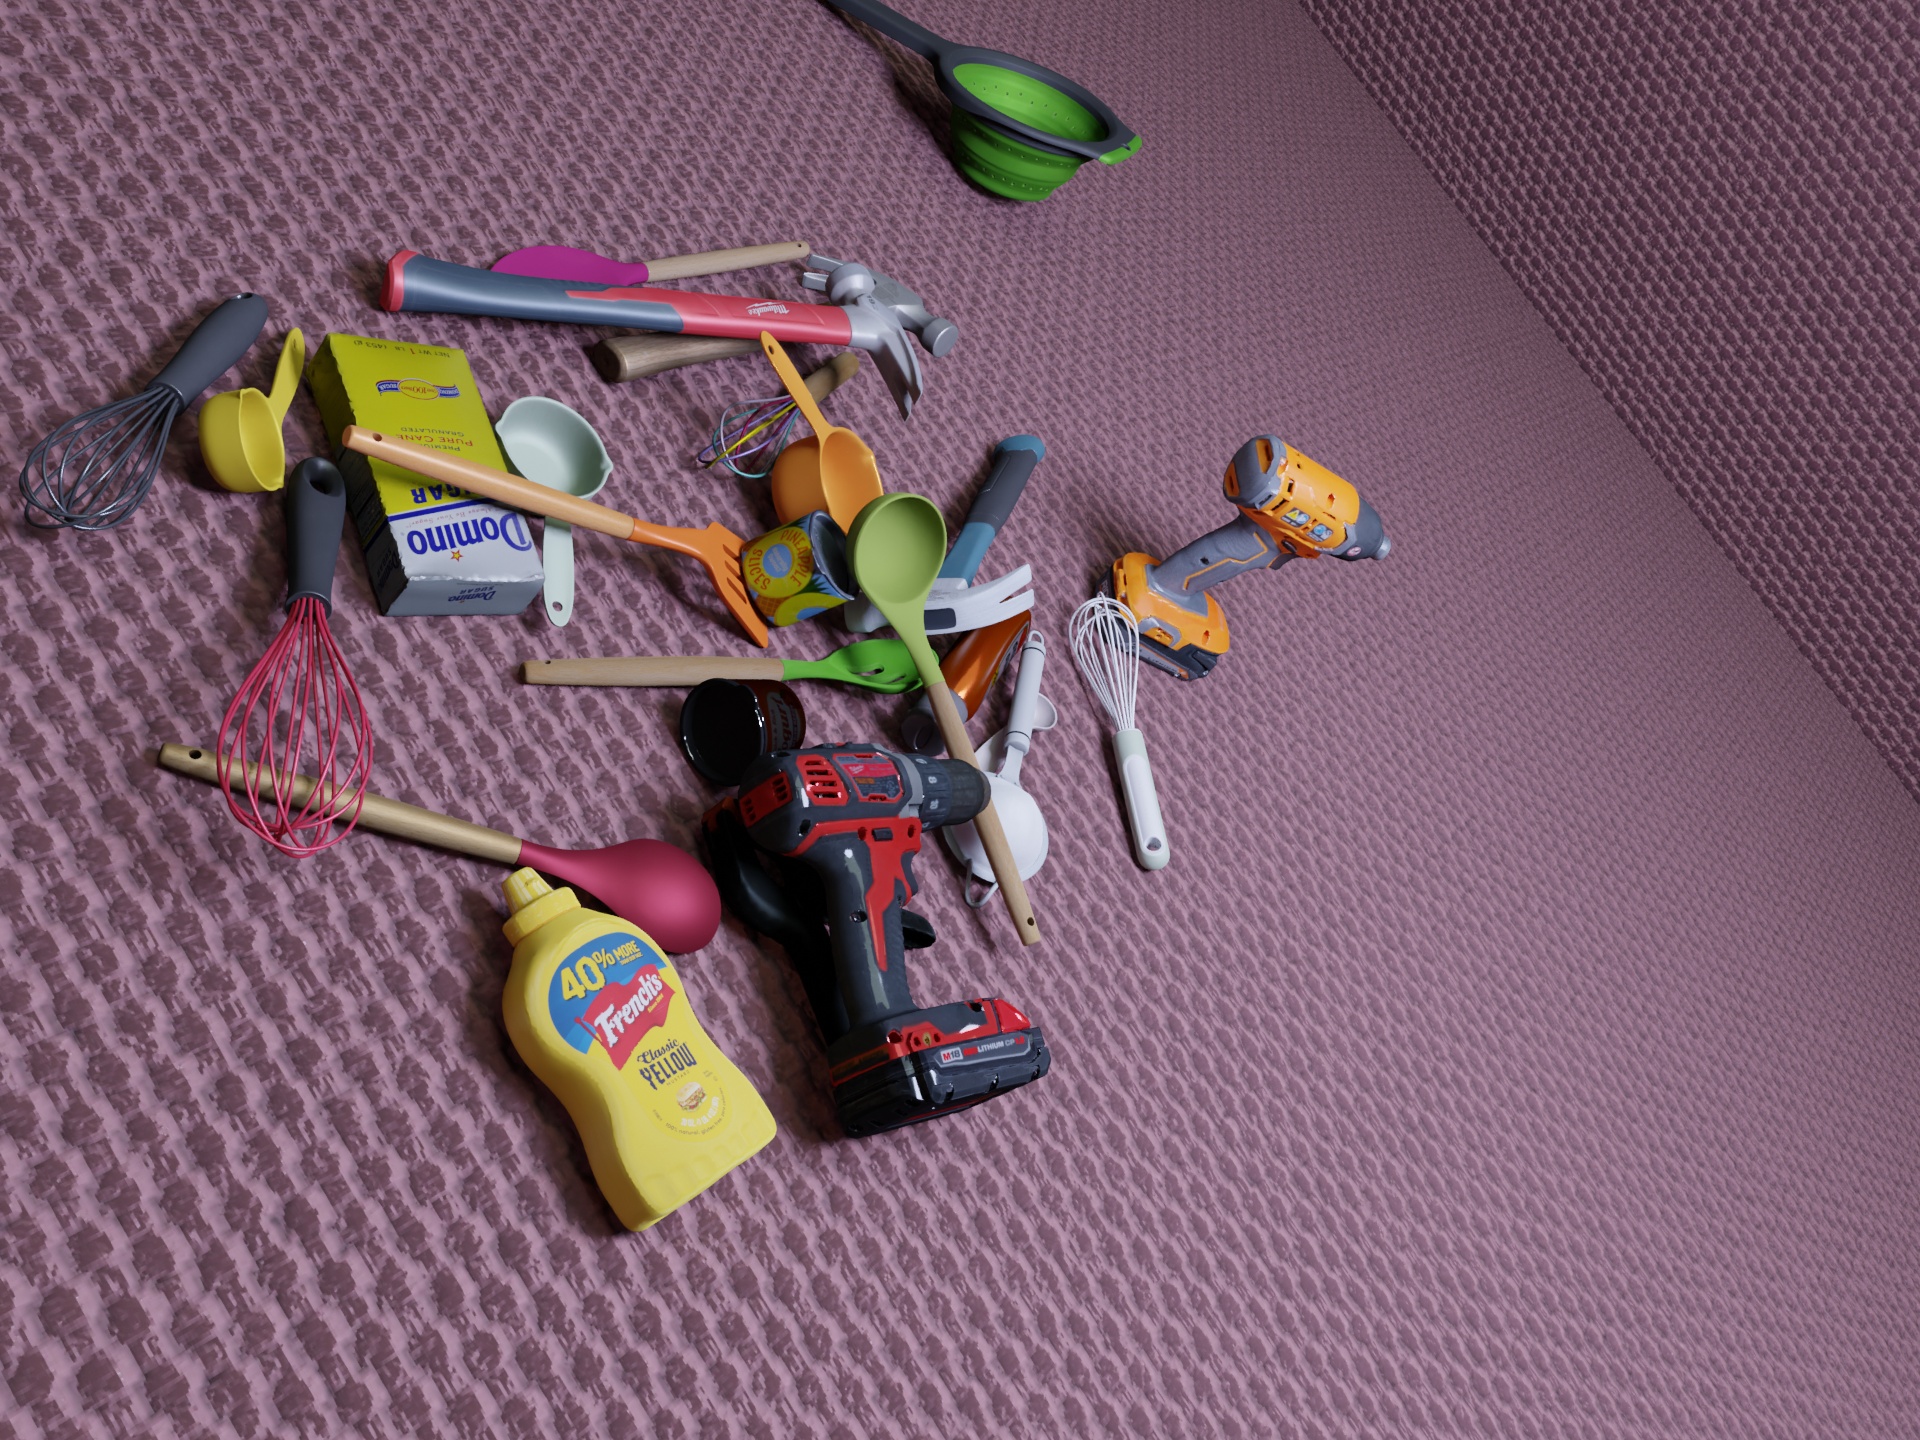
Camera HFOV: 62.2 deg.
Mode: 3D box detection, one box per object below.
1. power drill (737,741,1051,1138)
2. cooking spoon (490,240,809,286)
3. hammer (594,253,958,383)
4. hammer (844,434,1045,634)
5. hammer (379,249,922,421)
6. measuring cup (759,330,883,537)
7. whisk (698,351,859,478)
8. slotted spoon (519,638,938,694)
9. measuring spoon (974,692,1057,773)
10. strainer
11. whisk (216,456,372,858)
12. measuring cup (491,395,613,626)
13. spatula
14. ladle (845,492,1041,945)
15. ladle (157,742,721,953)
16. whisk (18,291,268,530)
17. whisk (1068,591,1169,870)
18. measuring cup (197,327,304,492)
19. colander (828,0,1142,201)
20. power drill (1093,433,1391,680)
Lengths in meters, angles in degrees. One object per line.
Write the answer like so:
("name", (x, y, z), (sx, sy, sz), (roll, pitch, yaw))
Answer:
("power drill", (-0.026, 0.118, 0.952), (0.187, 0.080, 0.227), (1, 64, -48))
("cooking spoon", (-0.226, -0.347, 1.224), (0.069, 0.017, 0.319), (51, 42, 10))
("hammer", (-0.150, -0.308, 1.246), (0.130, 0.031, 0.331), (41, 40, 20))
("hammer", (0.015, -0.155, 1.261), (0.331, 0.128, 0.033), (-66, 152, -56))
("hammer", (-0.208, -0.280, 1.127), (0.386, 0.038, 0.143), (-5, 57, -35))
("measuring cup", (-0.117, -0.197, 1.142), (0.173, 0.052, 0.095), (60, 33, -30))
("whisk", (-0.129, -0.240, 1.219), (0.051, 0.047, 0.245), (29, 35, 4))
("slotted spoon", (-0.143, -0.033, 1.048), (0.313, 0.031, 0.070), (-2, 27, -41))
("measuring spoon", (0.033, 0.017, 1.192), (0.034, 0.018, 0.124), (46, 45, 2))
("strainer", (0.039, 0.022, 1.155), (0.086, 0.050, 0.259), (28, 45, -16))
("whisk", (-0.342, -0.046, 0.830), (0.073, 0.073, 0.296), (19, 36, -33))
("measuring cup", (-0.264, -0.127, 1.007), (0.083, 0.038, 0.168), (14, 57, -40))
("spatula", (-0.232, -0.121, 0.987), (0.322, 0.041, 0.081), (16, 55, -45))
("ladle", (-0.002, -0.003, 1.073), (0.078, 0.062, 0.320), (-13, 78, -36))
("ladle", (-0.264, 0.063, 0.857), (0.315, 0.031, 0.069), (20, 47, -29))
("whisk", (-0.439, -0.176, 0.874), (0.055, 0.055, 0.239), (33, 36, -20))
("whisk", (0.131, 0.005, 1.269), (0.058, 0.059, 0.247), (-8, 63, -4))
("measuring cup", (-0.406, -0.186, 0.919), (0.029, 0.062, 0.157), (-9, 41, -2))
("colander", (-0.010, -0.644, 1.645), (0.397, 0.094, 0.204), (32, 39, 7))
("power drill", (0.239, -0.128, 1.333), (0.164, 0.226, 0.084), (23, 45, -29))
